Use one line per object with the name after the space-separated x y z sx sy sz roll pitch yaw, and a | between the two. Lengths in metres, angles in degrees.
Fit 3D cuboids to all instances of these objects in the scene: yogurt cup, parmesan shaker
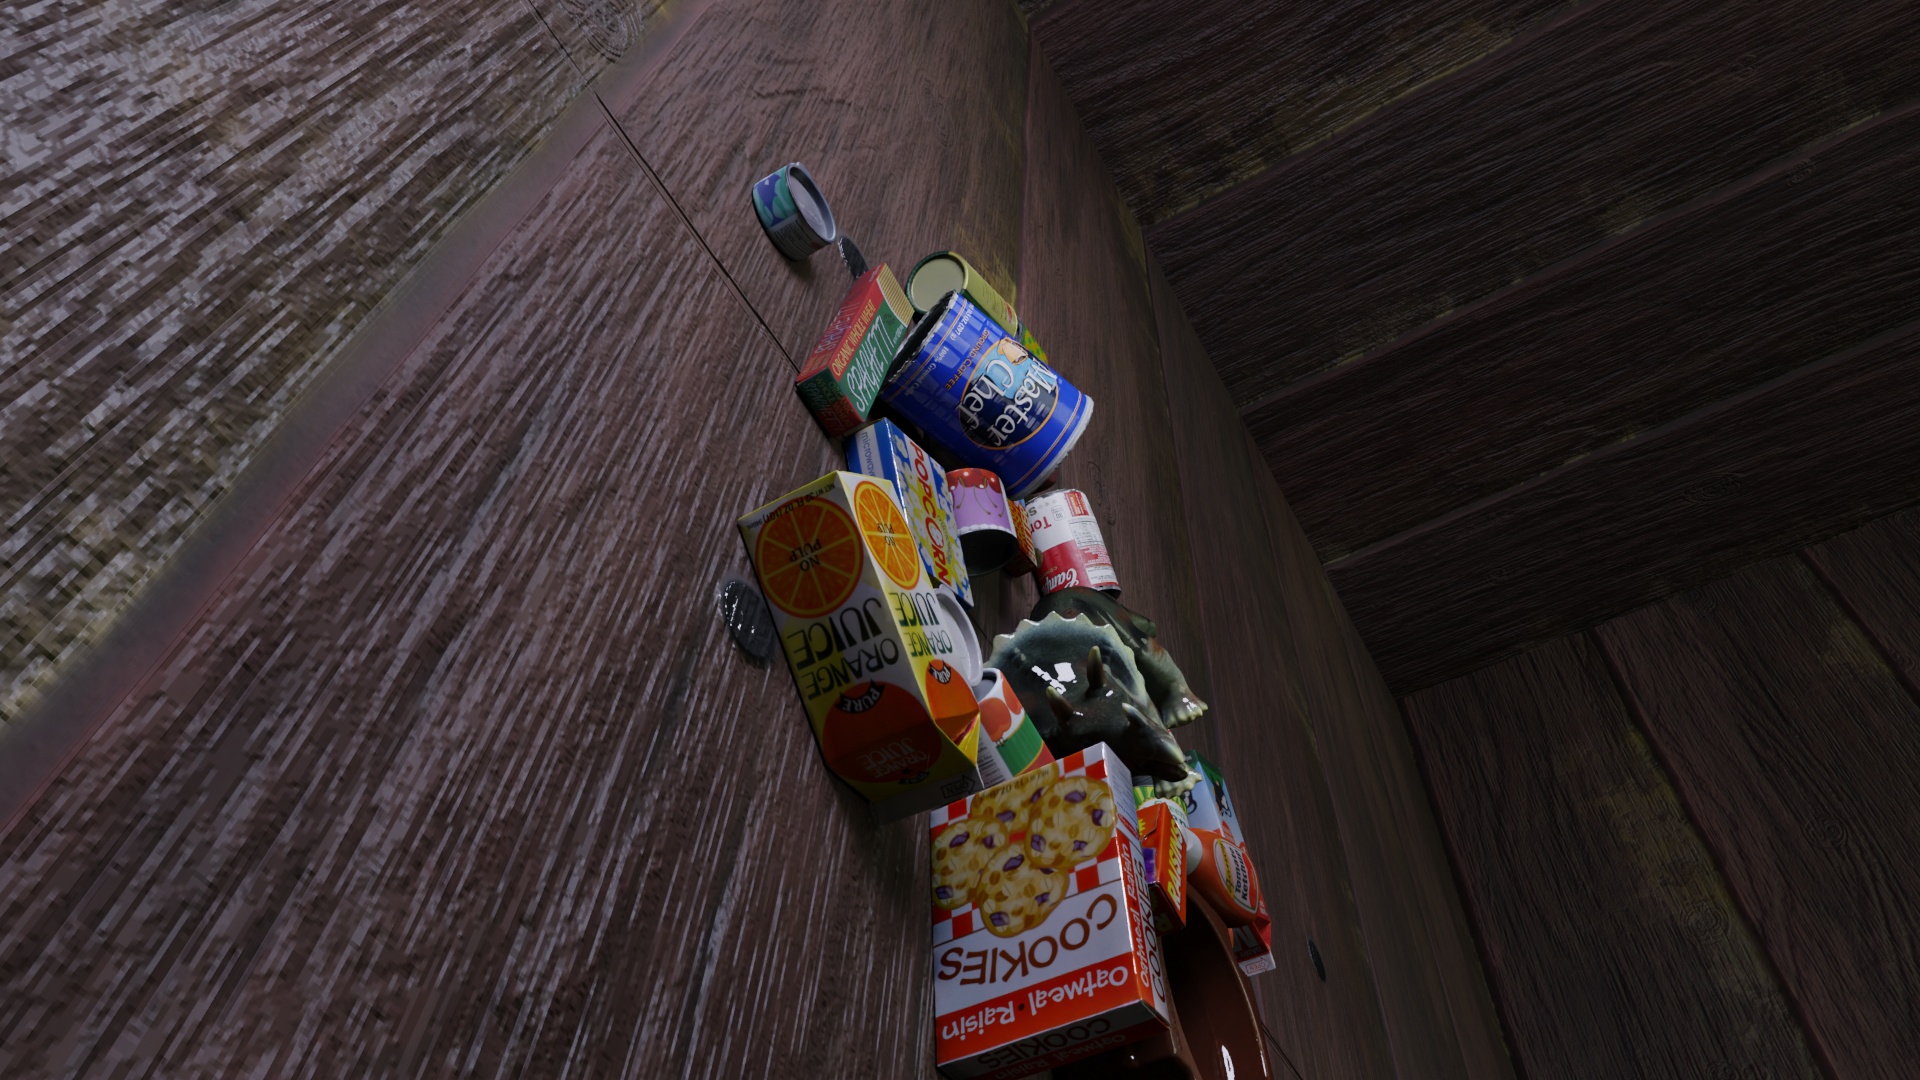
-0.025 0.071 0.880 0.072 0.054 0.073 53 22 -33 | yogurt cup
0.000 -0.218 1.289 0.103 0.071 0.071 33 36 -56 | parmesan shaker

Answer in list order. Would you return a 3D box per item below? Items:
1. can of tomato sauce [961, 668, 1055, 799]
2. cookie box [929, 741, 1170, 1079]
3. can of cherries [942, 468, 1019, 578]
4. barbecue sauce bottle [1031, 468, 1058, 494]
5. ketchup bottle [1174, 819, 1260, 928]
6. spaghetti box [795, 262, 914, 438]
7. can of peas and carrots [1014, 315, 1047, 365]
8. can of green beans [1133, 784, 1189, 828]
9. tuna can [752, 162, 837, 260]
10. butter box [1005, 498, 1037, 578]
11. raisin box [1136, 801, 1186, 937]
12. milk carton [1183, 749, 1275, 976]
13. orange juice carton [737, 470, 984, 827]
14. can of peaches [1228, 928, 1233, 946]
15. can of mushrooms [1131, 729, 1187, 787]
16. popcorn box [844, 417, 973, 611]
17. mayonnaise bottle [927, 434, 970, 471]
0.019 0.134 0.901 0.083 0.071 0.071 59 19 -15 | can of tomato sauce
0.046 0.211 0.788 0.040 0.123 0.168 50 24 -36 | cookie box
0.004 -0.013 1.047 0.071 0.071 0.058 40 31 -52 | can of cherries
0.040 -0.098 1.279 0.148 0.043 0.065 36 34 -54 | barbecue sauce bottle
0.180 0.246 1.050 0.148 0.043 0.065 40 38 -47 | ketchup bottle
-0.076 -0.150 1.058 0.050 0.028 0.251 57 20 -20 | spaghetti box
0.045 -0.182 1.359 0.058 0.071 0.071 46 26 -46 | can of peas and carrots
0.154 0.242 1.127 0.071 0.071 0.058 54 22 -30 | can of green beans
-0.125 -0.248 1.041 0.071 0.033 0.071 53 22 -32 | tuna can
0.039 -0.022 1.212 0.053 0.024 0.104 46 26 -45 | butter box
0.077 0.218 0.864 0.040 0.123 0.086 61 19 -15 | raisin box
0.213 0.290 1.218 0.073 0.072 0.191 38 32 -54 | milk carton
-0.051 0.063 0.795 0.073 0.071 0.193 6 61 -68 | orange juice carton
0.184 0.311 1.135 0.071 0.058 0.071 52 23 -32 | can of peaches
0.160 0.192 1.208 0.033 0.071 0.071 58 20 -17 | can of mushrooms
-0.037 -0.013 0.977 0.085 0.038 0.127 41 30 -52 | popcorn box
-0.010 -0.127 1.188 0.064 0.041 0.149 36 33 -46 | mayonnaise bottle
